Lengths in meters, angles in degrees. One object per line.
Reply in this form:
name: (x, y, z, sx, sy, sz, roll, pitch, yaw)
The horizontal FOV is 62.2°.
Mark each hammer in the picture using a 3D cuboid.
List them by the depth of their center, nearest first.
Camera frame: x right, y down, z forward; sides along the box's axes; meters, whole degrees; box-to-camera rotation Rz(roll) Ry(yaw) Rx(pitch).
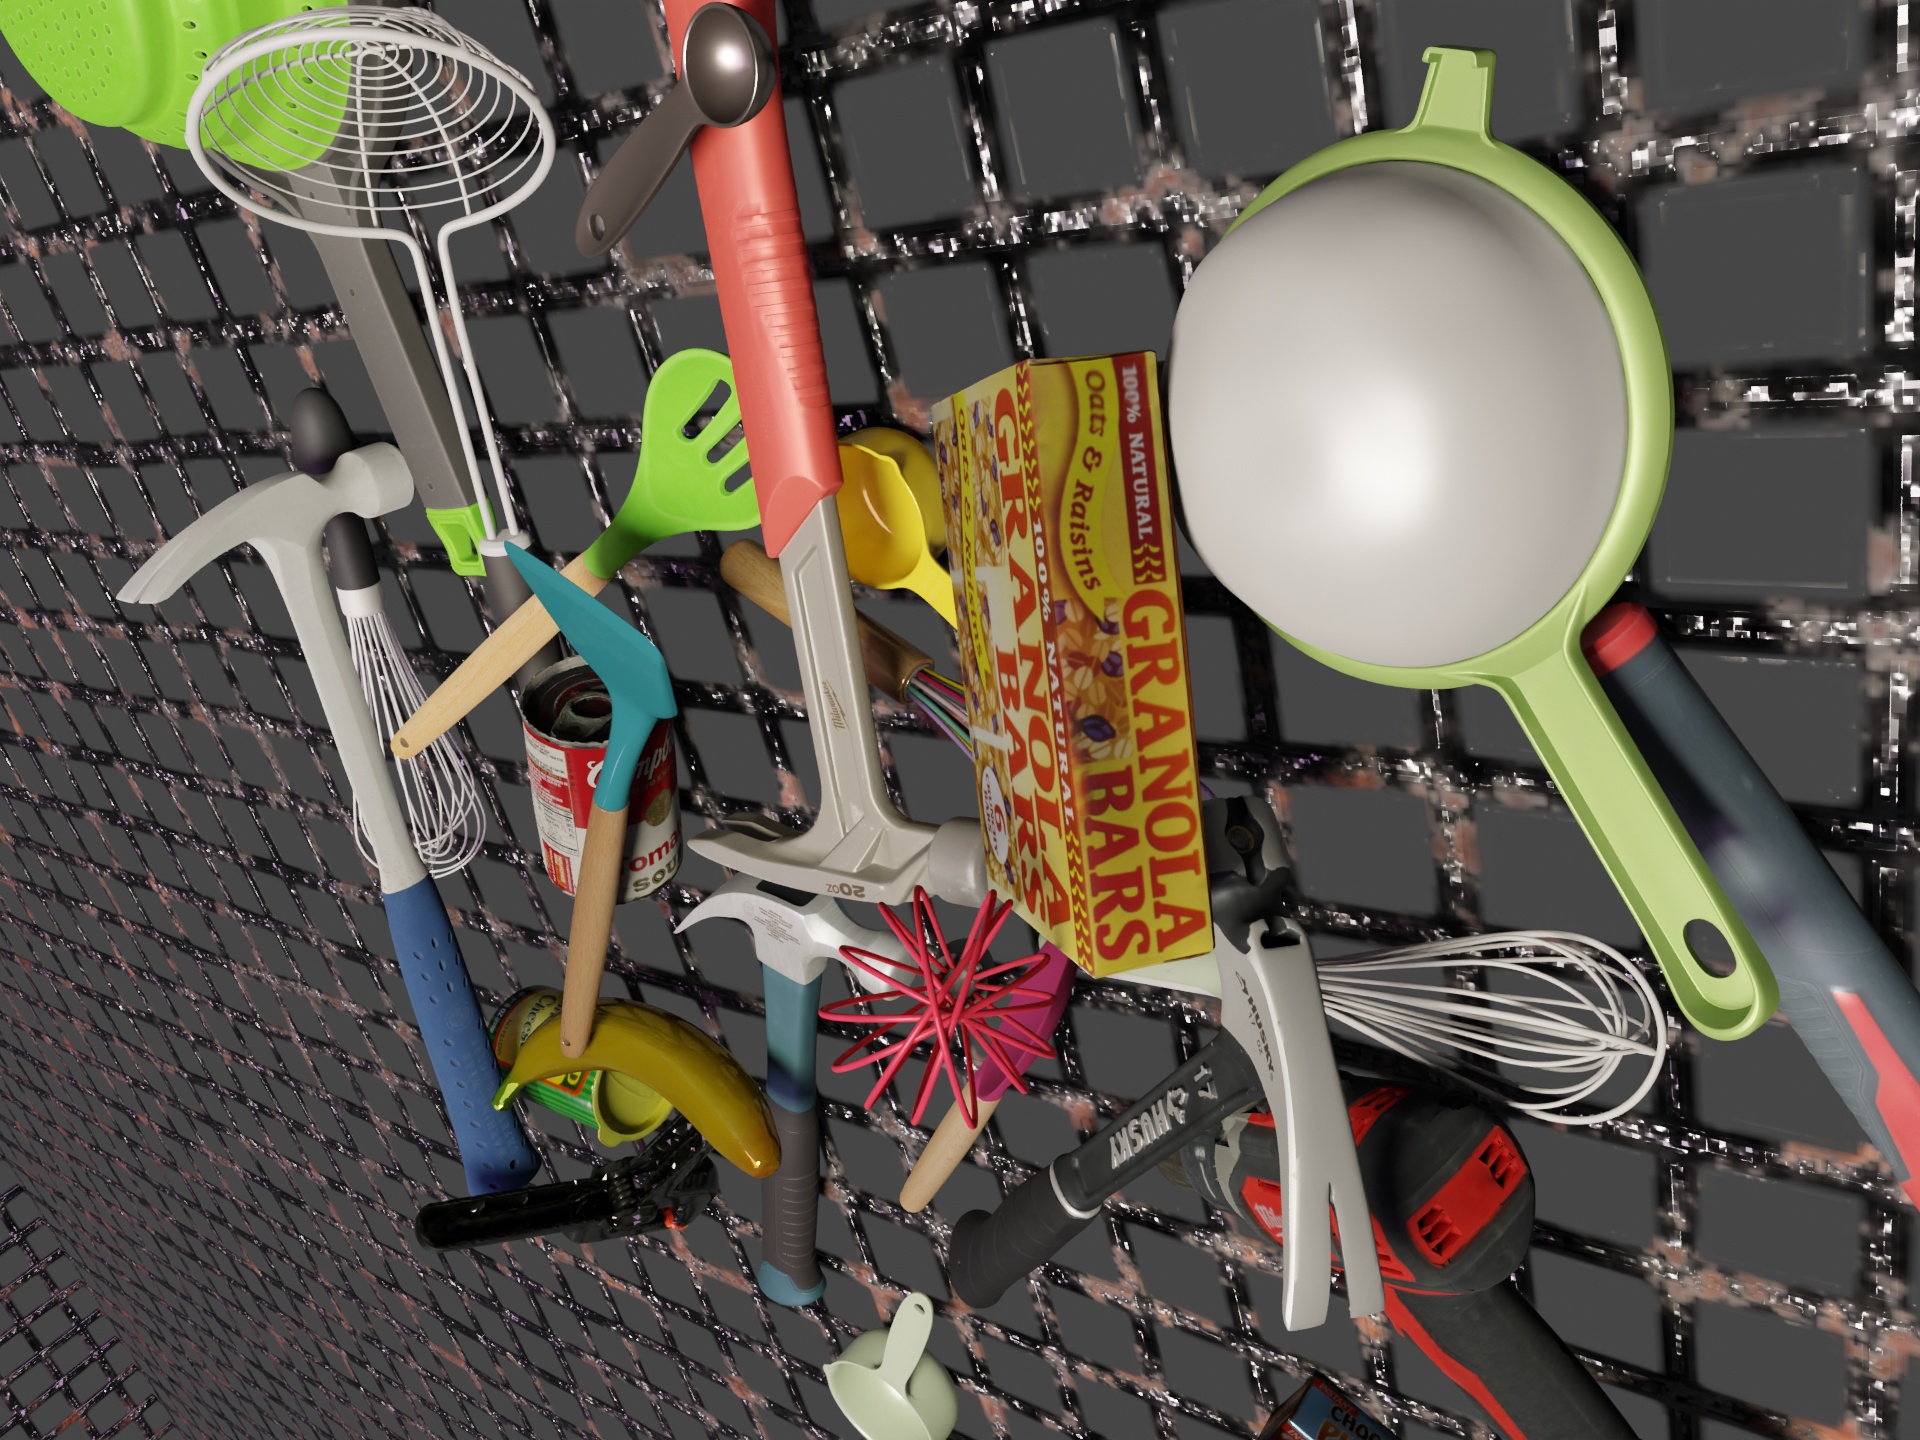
hammer: (0.294, 0.125, 0.434, 0.386, 0.038, 0.143, 54, 137, -3)
hammer: (-0.067, -0.105, 0.549, 0.149, 0.037, 0.359, 6, 114, 37)
hammer: (0.053, 0.182, 0.618, 0.408, 0.036, 0.149, 114, 147, -59)
hammer: (-0.291, 0.075, 0.808, 0.035, 0.144, 0.405, 8, 119, 36)
hammer: (-0.088, 0.205, 0.830, 0.128, 0.033, 0.330, 26, 133, 24)

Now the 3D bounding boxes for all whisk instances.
whisk: (-0.002, 0.094, 0.554, 0.073, 0.073, 0.295, 45, 177, 6)
whisk: (0.122, 0.093, 0.559, 0.246, 0.057, 0.059, 2, 85, 45)
whisk: (-0.002, 0.000, 0.604, 0.245, 0.051, 0.047, 34, 142, 22)
whisk: (-0.310, -0.036, 0.841, 0.070, 0.070, 0.284, 15, 123, 33)

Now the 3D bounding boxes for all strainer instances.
strainer: (0.122, -0.028, 0.407, 0.151, 0.069, 0.256, -39, 74, 48)

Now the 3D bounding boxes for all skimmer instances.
skimmer: (-0.207, -0.112, 0.665, 0.090, 0.127, 0.363, -107, 10, -51)

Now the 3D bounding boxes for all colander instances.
colander: (-0.299, -0.229, 0.661, 0.204, 0.094, 0.396, 5, 121, 39)

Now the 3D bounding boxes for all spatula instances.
spatula: (-0.165, 0.056, 0.697, 0.082, 0.044, 0.317, 34, 133, 18)

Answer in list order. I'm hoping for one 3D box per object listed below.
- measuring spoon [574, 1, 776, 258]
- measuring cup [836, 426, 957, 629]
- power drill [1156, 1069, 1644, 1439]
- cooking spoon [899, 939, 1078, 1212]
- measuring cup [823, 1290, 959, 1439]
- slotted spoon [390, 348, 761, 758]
measuring spoon: (-0.091, -0.180, 0.501, 0.124, 0.018, 0.034, -25, 89, 50)
measuring cup: (0.008, -0.046, 0.573, 0.156, 0.029, 0.062, 42, 138, 6)
power drill: (0.165, 0.218, 0.566, 0.226, 0.080, 0.188, 54, 158, -6)
cooking spoon: (0.007, 0.166, 0.688, 0.017, 0.069, 0.318, 23, 147, 1)
measuring cup: (-0.027, 0.349, 0.878, 0.083, 0.038, 0.167, 33, 133, 20)
slotted spoon: (-0.169, -0.056, 0.681, 0.313, 0.031, 0.070, -34, 94, 37)
